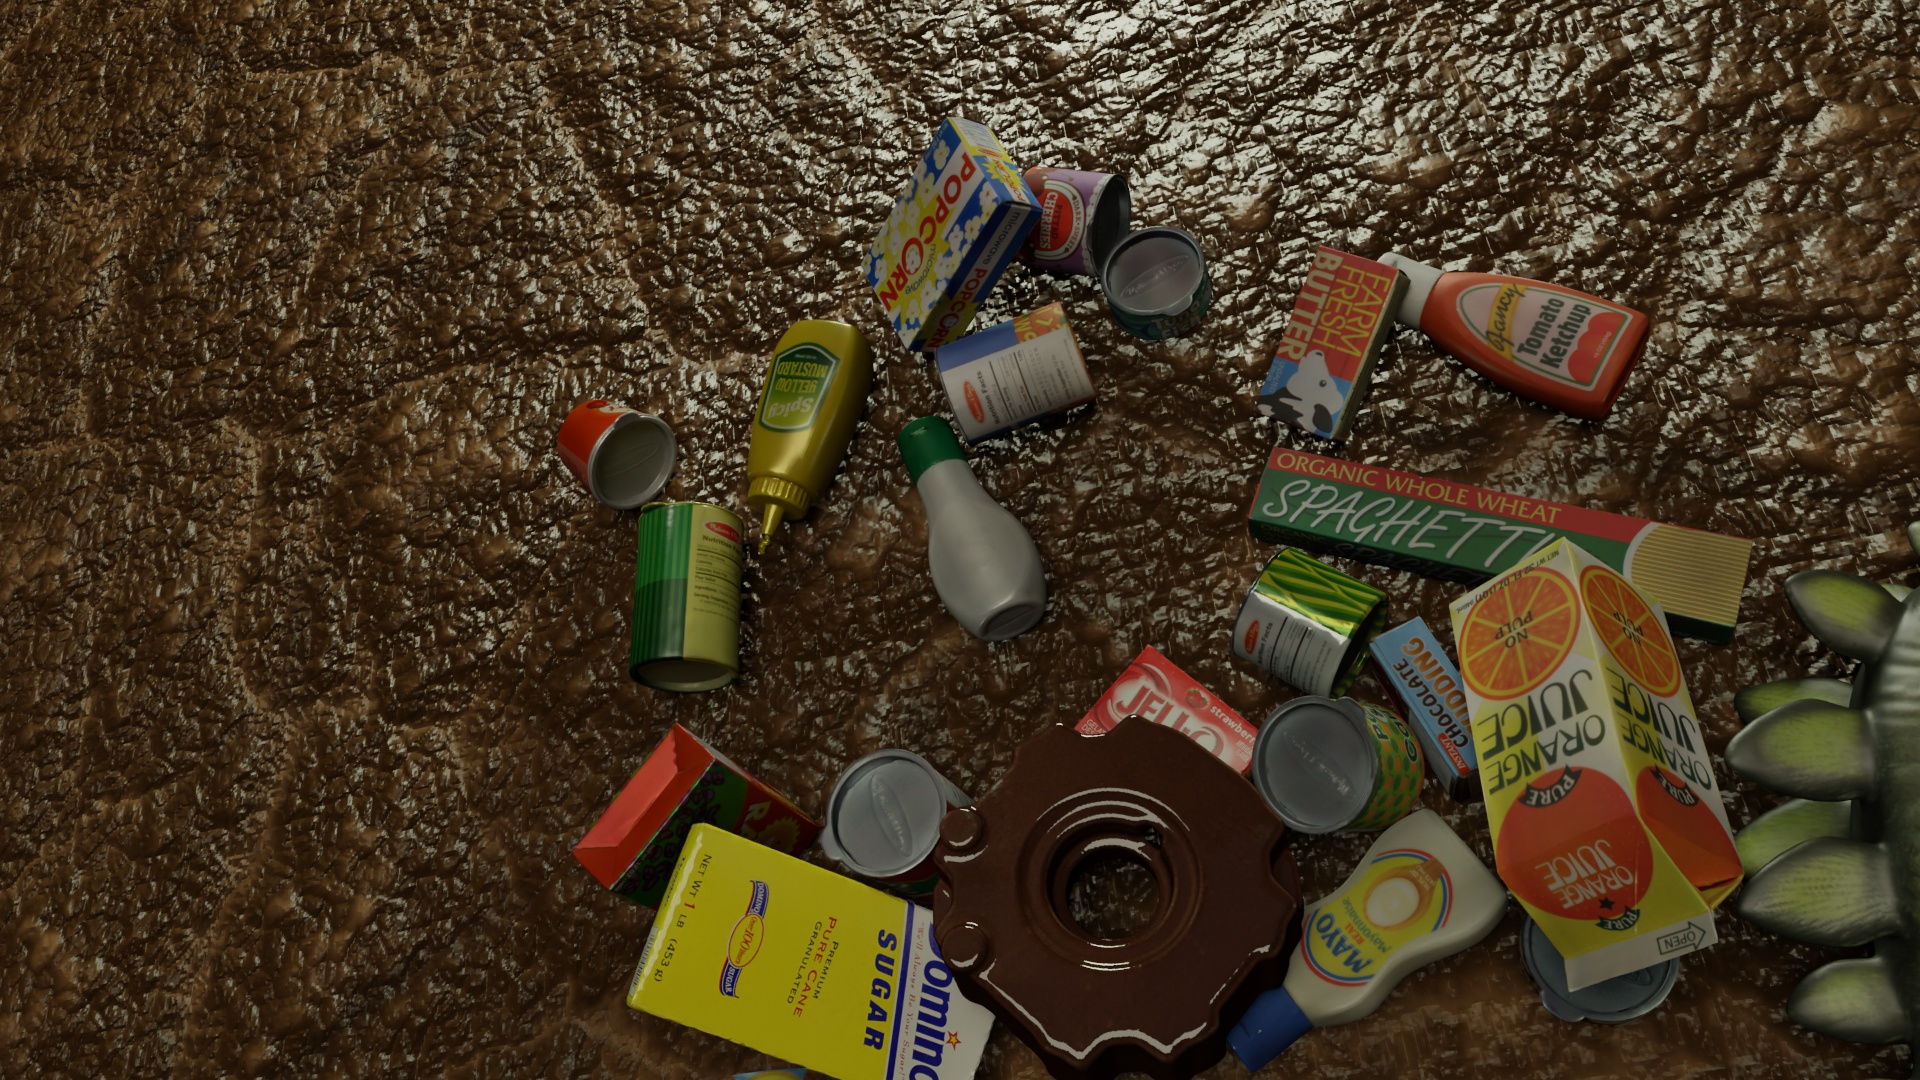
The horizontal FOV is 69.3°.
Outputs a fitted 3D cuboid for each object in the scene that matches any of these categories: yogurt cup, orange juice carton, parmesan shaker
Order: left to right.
[{"bbox_3d":[-0.233,-0.061,0.932,0.054,0.072,0.072,28,77,36],"label":"yogurt cup"},{"bbox_3d":[-0.171,0.035,0.859,0.071,0.071,0.103,-9,63,15],"label":"parmesan shaker"},{"bbox_3d":[0.284,0.101,0.624,0.071,0.073,0.194,-42,30,41],"label":"orange juice carton"}]

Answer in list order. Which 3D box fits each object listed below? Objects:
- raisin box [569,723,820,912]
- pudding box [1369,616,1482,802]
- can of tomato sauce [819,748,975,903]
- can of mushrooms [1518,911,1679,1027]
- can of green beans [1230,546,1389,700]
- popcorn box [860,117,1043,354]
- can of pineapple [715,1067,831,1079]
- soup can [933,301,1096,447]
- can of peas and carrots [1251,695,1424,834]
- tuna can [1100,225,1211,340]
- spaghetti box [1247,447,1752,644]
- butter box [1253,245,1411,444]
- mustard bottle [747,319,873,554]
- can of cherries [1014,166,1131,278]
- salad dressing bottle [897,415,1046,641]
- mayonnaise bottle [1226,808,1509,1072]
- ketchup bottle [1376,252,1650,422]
[{"bbox_3d":[-0.140,0.163,0.756,0.040,0.123,0.086,30,78,35],"label":"raisin box"},{"bbox_3d":[0.241,0.085,0.703,0.030,0.049,0.084,-28,60,4],"label":"pudding box"},{"bbox_3d":[-0.027,0.156,0.744,0.071,0.083,0.071,-8,64,16],"label":"can of tomato sauce"},{"bbox_3d":[0.293,0.192,0.644,0.071,0.033,0.071,-7,64,15],"label":"can of mushrooms"},{"bbox_3d":[0.185,0.045,0.733,0.058,0.071,0.071,29,78,28],"label":"can of green beans"},{"bbox_3d":[-0.008,-0.193,0.891,0.126,0.038,0.085,-53,51,37],"label":"popcorn box"},{"bbox_3d":[-0.096,0.303,0.706,0.071,0.071,0.058,-15,62,13],"label":"can of pineapple"},{"bbox_3d":[0.034,-0.104,0.859,0.084,0.071,0.071,-20,61,9],"label":"soup can"},{"bbox_3d":[0.190,0.110,0.691,0.071,0.059,0.071,-10,75,40],"label":"can of peas and carrots"},{"bbox_3d":[0.124,-0.159,0.871,0.071,0.032,0.071,-8,63,16],"label":"tuna can"},{"bbox_3d":[0.280,0.000,0.743,0.250,0.028,0.050,14,70,24],"label":"spaghetti box"},{"bbox_3d":[0.213,-0.112,0.799,0.053,0.024,0.103,25,100,32],"label":"butter box"},{"bbox_3d":[-0.104,-0.065,0.896,0.065,0.048,0.161,5,67,23],"label":"mustard bottle"},{"bbox_3d":[0.070,-0.204,0.890,0.058,0.071,0.071,14,71,25],"label":"can of cherries"},{"bbox_3d":[0.003,-0.010,0.837,0.064,0.044,0.148,-29,59,7],"label":"salad dressing bottle"},{"bbox_3d":[0.189,0.198,0.672,0.148,0.041,0.065,-37,56,-1],"label":"mayonnaise bottle"},{"bbox_3d":[0.303,-0.122,0.785,0.149,0.043,0.065,29,84,29],"label":"ketchup bottle"}]
